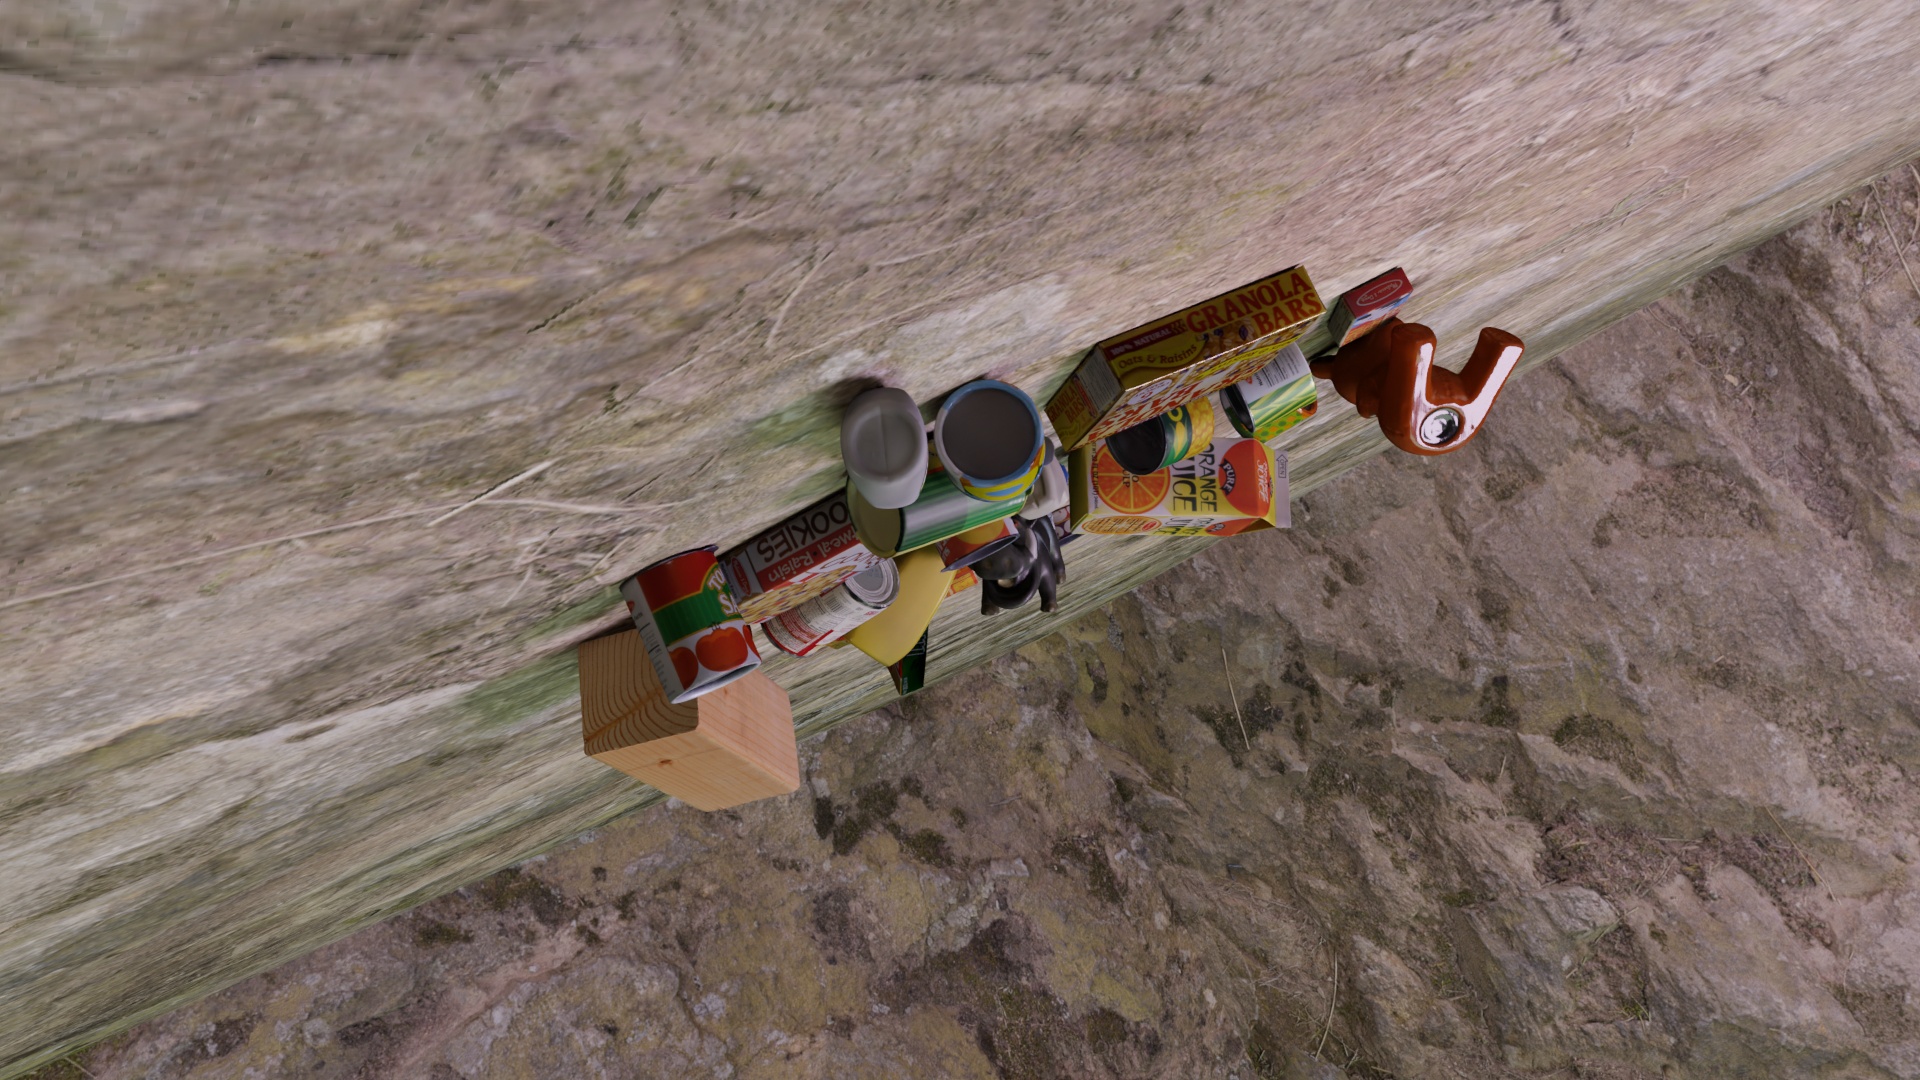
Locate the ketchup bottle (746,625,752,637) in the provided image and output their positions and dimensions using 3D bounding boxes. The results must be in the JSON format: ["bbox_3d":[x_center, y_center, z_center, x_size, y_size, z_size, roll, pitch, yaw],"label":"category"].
[{"bbox_3d":[-0.240,0.101,1.147,0.148,0.043,0.065,-31,161,34],"label":"ketchup bottle"}]

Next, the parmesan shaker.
[{"bbox_3d":[-0.014,-0.033,0.904,0.103,0.071,0.071,-20,170,-35],"label":"parmesan shaker"}]

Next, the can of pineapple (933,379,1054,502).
[{"bbox_3d":[0.020,-0.060,0.843,0.071,0.071,0.058,-26,172,1],"label":"can of pineapple"}]

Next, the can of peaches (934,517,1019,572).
[{"bbox_3d":[0.004,-0.014,1.123,0.071,0.058,0.071,-25,172,-3],"label":"can of peaches"}]

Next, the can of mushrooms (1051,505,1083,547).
[{"bbox_3d":[0.111,-0.013,1.557,0.071,0.033,0.071,-26,171,-4],"label":"can of mushrooms"}]

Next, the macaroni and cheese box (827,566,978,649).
[{"bbox_3d":[-0.068,0.055,1.411,0.166,0.040,0.123,-25,172,-1],"label":"macaroni and cheese box"}]

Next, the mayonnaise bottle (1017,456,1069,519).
[{"bbox_3d":[0.058,-0.048,1.069,0.041,0.065,0.148,-24,176,9],"label":"mayonnaise bottle"}]

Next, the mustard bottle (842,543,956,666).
[{"bbox_3d":[-0.037,0.027,1.173,0.160,0.065,0.049,-54,-152,-5],"label":"mustard bottle"}]

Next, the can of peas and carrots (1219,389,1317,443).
[{"bbox_3d":[0.271,-0.123,1.215,0.058,0.071,0.071,-33,170,36],"label":"can of peas and carrots"}]

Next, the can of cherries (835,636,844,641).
[{"bbox_3d":[-0.093,0.051,1.231,0.071,0.058,0.071,-26,171,-4],"label":"can of cherries"}]

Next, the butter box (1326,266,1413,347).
[{"bbox_3d":[0.337,-0.192,1.148,0.053,0.024,0.103,-26,172,5],"label":"butter box"}]

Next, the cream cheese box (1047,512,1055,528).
[{"bbox_3d":[0.069,-0.016,1.436,0.053,0.024,0.103,-26,172,2],"label":"cream cheese box"}]

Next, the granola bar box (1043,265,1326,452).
[{"bbox_3d":[0.152,-0.122,0.958,0.166,0.039,0.124,-23,172,-19],"label":"granola bar box"}]

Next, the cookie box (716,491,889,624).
[{"bbox_3d":[-0.105,0.010,1.002,0.167,0.040,0.123,-27,172,13],"label":"cookie box"}]

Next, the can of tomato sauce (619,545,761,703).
[{"bbox_3d":[-0.175,0.056,0.916,0.071,0.083,0.071,-25,172,-4],"label":"can of tomato sauce"}]

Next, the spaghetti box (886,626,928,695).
[{"bbox_3d":[-0.053,0.077,1.321,0.029,0.050,0.248,-21,155,-14],"label":"spaghetti box"}]

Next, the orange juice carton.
[{"bbox_3d":[0.194,-0.046,1.203,0.193,0.072,0.073,1,167,-9],"label":"orange juice carton"}]

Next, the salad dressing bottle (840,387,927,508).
[{"bbox_3d":[-0.039,-0.049,0.771,0.044,0.064,0.147,-7,180,0],"label":"salad dressing bottle"}]

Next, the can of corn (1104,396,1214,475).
[{"bbox_3d":[0.154,-0.092,1.076,0.058,0.071,0.071,-21,170,-36],"label":"can of corn"}]

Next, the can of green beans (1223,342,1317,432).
[{"bbox_3d":[0.245,-0.128,1.116,0.058,0.071,0.071,-27,172,3],"label":"can of green beans"}]
